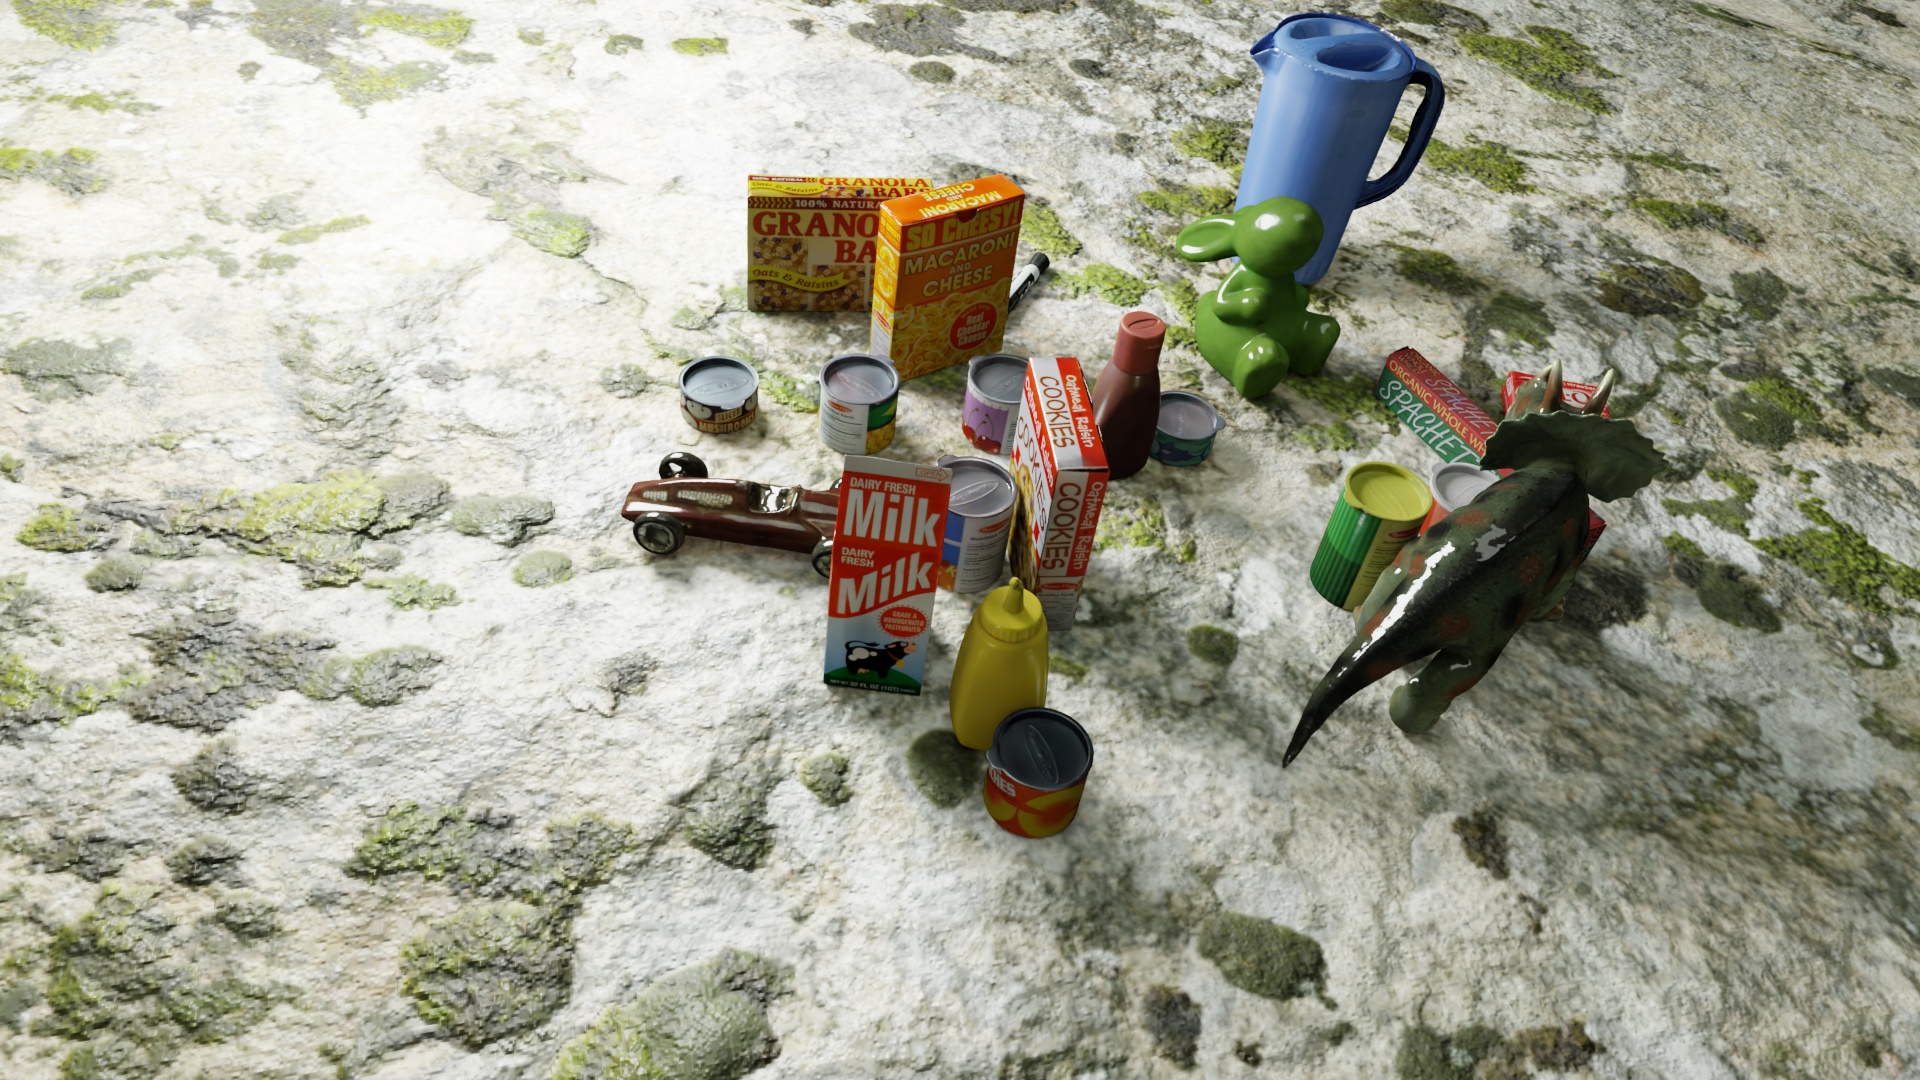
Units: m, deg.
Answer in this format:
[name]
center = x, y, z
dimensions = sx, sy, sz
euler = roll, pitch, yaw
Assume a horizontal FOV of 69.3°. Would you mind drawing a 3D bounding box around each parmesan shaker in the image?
[parmesan shaker]
center = 0.313, -0.002, 1.075
dimensions = 0.071, 0.102, 0.072
euler = 4, 45, -4

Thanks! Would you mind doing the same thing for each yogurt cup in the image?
[yogurt cup]
center = 0.413, -0.022, 1.146
dimensions = 0.072, 0.053, 0.073
euler = 4, 45, -4

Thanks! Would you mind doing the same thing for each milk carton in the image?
[milk carton]
center = -0.050, 0.016, 0.941
dimensions = 0.072, 0.189, 0.074
euler = 7, 45, -2

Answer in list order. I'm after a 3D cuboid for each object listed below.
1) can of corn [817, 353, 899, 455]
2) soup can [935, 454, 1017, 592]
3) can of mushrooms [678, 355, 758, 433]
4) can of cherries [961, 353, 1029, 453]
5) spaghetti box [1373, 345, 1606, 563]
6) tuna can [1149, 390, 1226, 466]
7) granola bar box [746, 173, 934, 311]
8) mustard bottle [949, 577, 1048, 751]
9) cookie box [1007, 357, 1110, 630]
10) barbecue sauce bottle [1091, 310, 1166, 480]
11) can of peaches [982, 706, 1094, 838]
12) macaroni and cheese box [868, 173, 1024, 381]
[can of corn]
center = -0.084, -0.114, 1.159
dimensions = 0.071, 0.058, 0.071
euler = 4, 45, -4
[soup can]
center = 0.004, -0.013, 1.053
dimensions = 0.071, 0.083, 0.072
euler = 4, 45, -4
[can of mushrooms]
center = -0.202, -0.121, 1.165
dimensions = 0.071, 0.033, 0.071
euler = 4, 45, -4
[can of cherries]
center = 0.034, -0.117, 1.179
dimensions = 0.071, 0.058, 0.072
euler = 4, 45, -4
[spaghetti box]
center = 0.453, -0.076, 1.208
dimensions = 0.029, 0.049, 0.251
euler = -16, 50, -23
[tuna can]
center = 0.191, -0.096, 1.200
dimensions = 0.071, 0.032, 0.071
euler = 4, 45, -4
[granola bar box]
center = -0.111, -0.269, 1.262
dimensions = 0.166, 0.123, 0.039
euler = -1, 46, -10
[mustard bottle]
center = 0.030, 0.076, 0.914
dimensions = 0.065, 0.159, 0.049
euler = 3, 45, -5
[cookie box]
center = 0.067, -0.033, 1.024
dimensions = 0.040, 0.166, 0.123
euler = -1, 46, -10
[barbecue sauce bottle]
center = 0.135, -0.117, 1.131
dimensions = 0.065, 0.147, 0.044
euler = -15, 50, -22
[can of peaches]
center = 0.048, 0.153, 0.913
dimensions = 0.071, 0.057, 0.071
euler = 4, 45, -4
[macaroni and cheese box]
center = -0.013, -0.224, 1.203
dimensions = 0.124, 0.165, 0.040
euler = -21, 52, -26
